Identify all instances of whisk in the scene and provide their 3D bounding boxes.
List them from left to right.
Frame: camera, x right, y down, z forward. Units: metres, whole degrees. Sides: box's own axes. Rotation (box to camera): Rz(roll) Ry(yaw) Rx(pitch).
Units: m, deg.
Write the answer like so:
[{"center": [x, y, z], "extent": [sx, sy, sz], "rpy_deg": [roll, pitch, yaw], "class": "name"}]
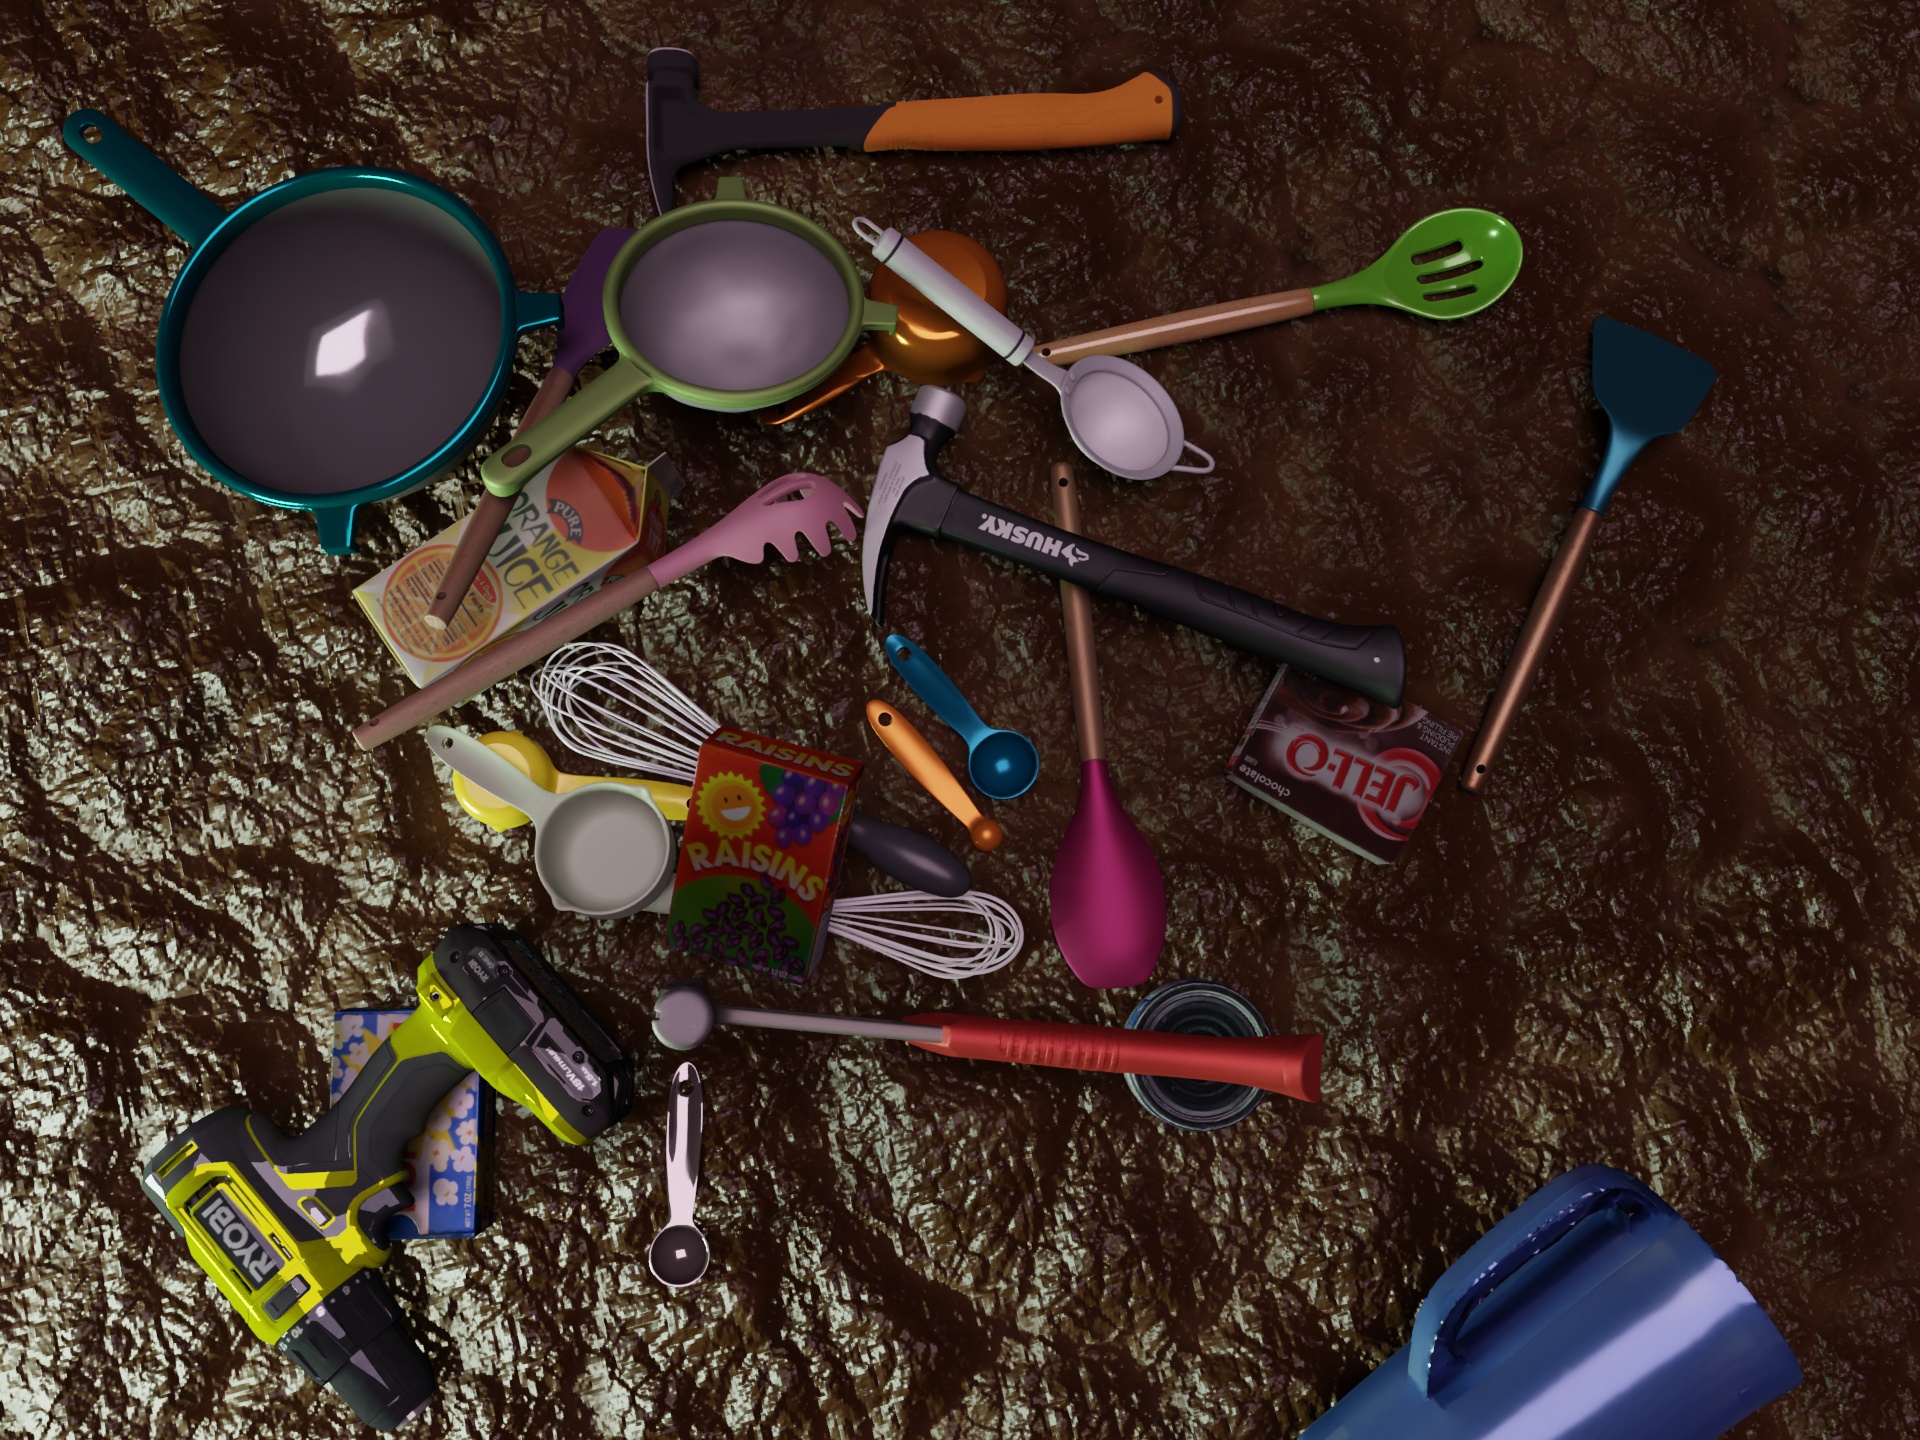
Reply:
[{"center": [-0.120, 0.031, 0.914], "extent": [0.284, 0.070, 0.070], "rpy_deg": [26, 82, 8], "class": "whisk"}, {"center": [-0.086, 0.111, 0.924], "extent": [0.246, 0.057, 0.059], "rpy_deg": [7, 47, 4], "class": "whisk"}]

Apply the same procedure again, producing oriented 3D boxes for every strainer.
[{"center": [-0.400, -0.249, 0.956], "extent": [0.340, 0.095, 0.211], "rpy_deg": [38, 83, 12], "class": "strainer"}, {"center": [-0.169, -0.198, 0.926], "extent": [0.151, 0.069, 0.256], "rpy_deg": [42, 69, 14], "class": "strainer"}, {"center": [0.040, -0.215, 0.943], "extent": [0.258, 0.050, 0.087], "rpy_deg": [34, 55, -18], "class": "strainer"}]

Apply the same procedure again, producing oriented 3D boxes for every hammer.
[{"center": [-0.029, -0.368, 1.003], "extent": [0.337, 0.034, 0.127], "rpy_deg": [-4, 80, -1], "class": "hammer"}, {"center": [0.017, 0.173, 0.867], "extent": [0.359, 0.149, 0.037], "rpy_deg": [6, 82, -3], "class": "hammer"}, {"center": [0.099, -0.078, 0.932], "extent": [0.335, 0.035, 0.146], "rpy_deg": [21, 84, 12], "class": "hammer"}]

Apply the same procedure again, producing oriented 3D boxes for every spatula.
[{"center": [-0.239, -0.181, 0.923], "extent": [0.060, 0.018, 0.316], "rpy_deg": [11, 58, 10], "class": "spatula"}, {"center": [0.371, -0.100, 0.969], "extent": [0.082, 0.044, 0.317], "rpy_deg": [25, 86, 3], "class": "spatula"}]

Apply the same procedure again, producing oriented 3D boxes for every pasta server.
[{"center": [-0.198, -0.063, 0.916], "extent": [0.316, 0.040, 0.060], "rpy_deg": [-31, 46, -14], "class": "pasta server"}]

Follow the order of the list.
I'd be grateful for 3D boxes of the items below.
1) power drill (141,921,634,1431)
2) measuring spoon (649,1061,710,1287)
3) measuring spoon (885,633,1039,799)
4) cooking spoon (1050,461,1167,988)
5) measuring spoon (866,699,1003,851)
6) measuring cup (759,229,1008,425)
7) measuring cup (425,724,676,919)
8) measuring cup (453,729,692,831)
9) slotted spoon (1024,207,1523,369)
[{"center": [-0.287, 0.238, 0.844], "extent": [0.228, 0.080, 0.190], "rpy_deg": [-42, 84, -5], "class": "power drill"}, {"center": [-0.158, 0.260, 0.914], "extent": [0.034, 0.018, 0.124], "rpy_deg": [0, 74, 0], "class": "measuring spoon"}, {"center": [-0.002, -0.003, 0.956], "extent": [0.042, 0.021, 0.129], "rpy_deg": [-40, 74, -5], "class": "measuring spoon"}, {"center": [0.076, -0.001, 0.951], "extent": [0.069, 0.017, 0.319], "rpy_deg": [-6, 81, 3], "class": "cooking spoon"}, {"center": [-0.017, 0.032, 0.949], "extent": [0.021, 0.011, 0.117], "rpy_deg": [-41, 83, -6], "class": "measuring spoon"}, {"center": [-0.049, -0.234, 0.971], "extent": [0.173, 0.052, 0.095], "rpy_deg": [-32, 83, -7], "class": "measuring cup"}, {"center": [-0.236, 0.053, 0.913], "extent": [0.168, 0.038, 0.083], "rpy_deg": [32, 77, 13], "class": "measuring cup"}, {"center": [-0.222, 0.040, 0.937], "extent": [0.156, 0.029, 0.062], "rpy_deg": [7, 81, 2], "class": "measuring cup"}, {"center": [0.192, -0.258, 0.991], "extent": [0.313, 0.031, 0.070], "rpy_deg": [-12, 81, 0], "class": "slotted spoon"}]
